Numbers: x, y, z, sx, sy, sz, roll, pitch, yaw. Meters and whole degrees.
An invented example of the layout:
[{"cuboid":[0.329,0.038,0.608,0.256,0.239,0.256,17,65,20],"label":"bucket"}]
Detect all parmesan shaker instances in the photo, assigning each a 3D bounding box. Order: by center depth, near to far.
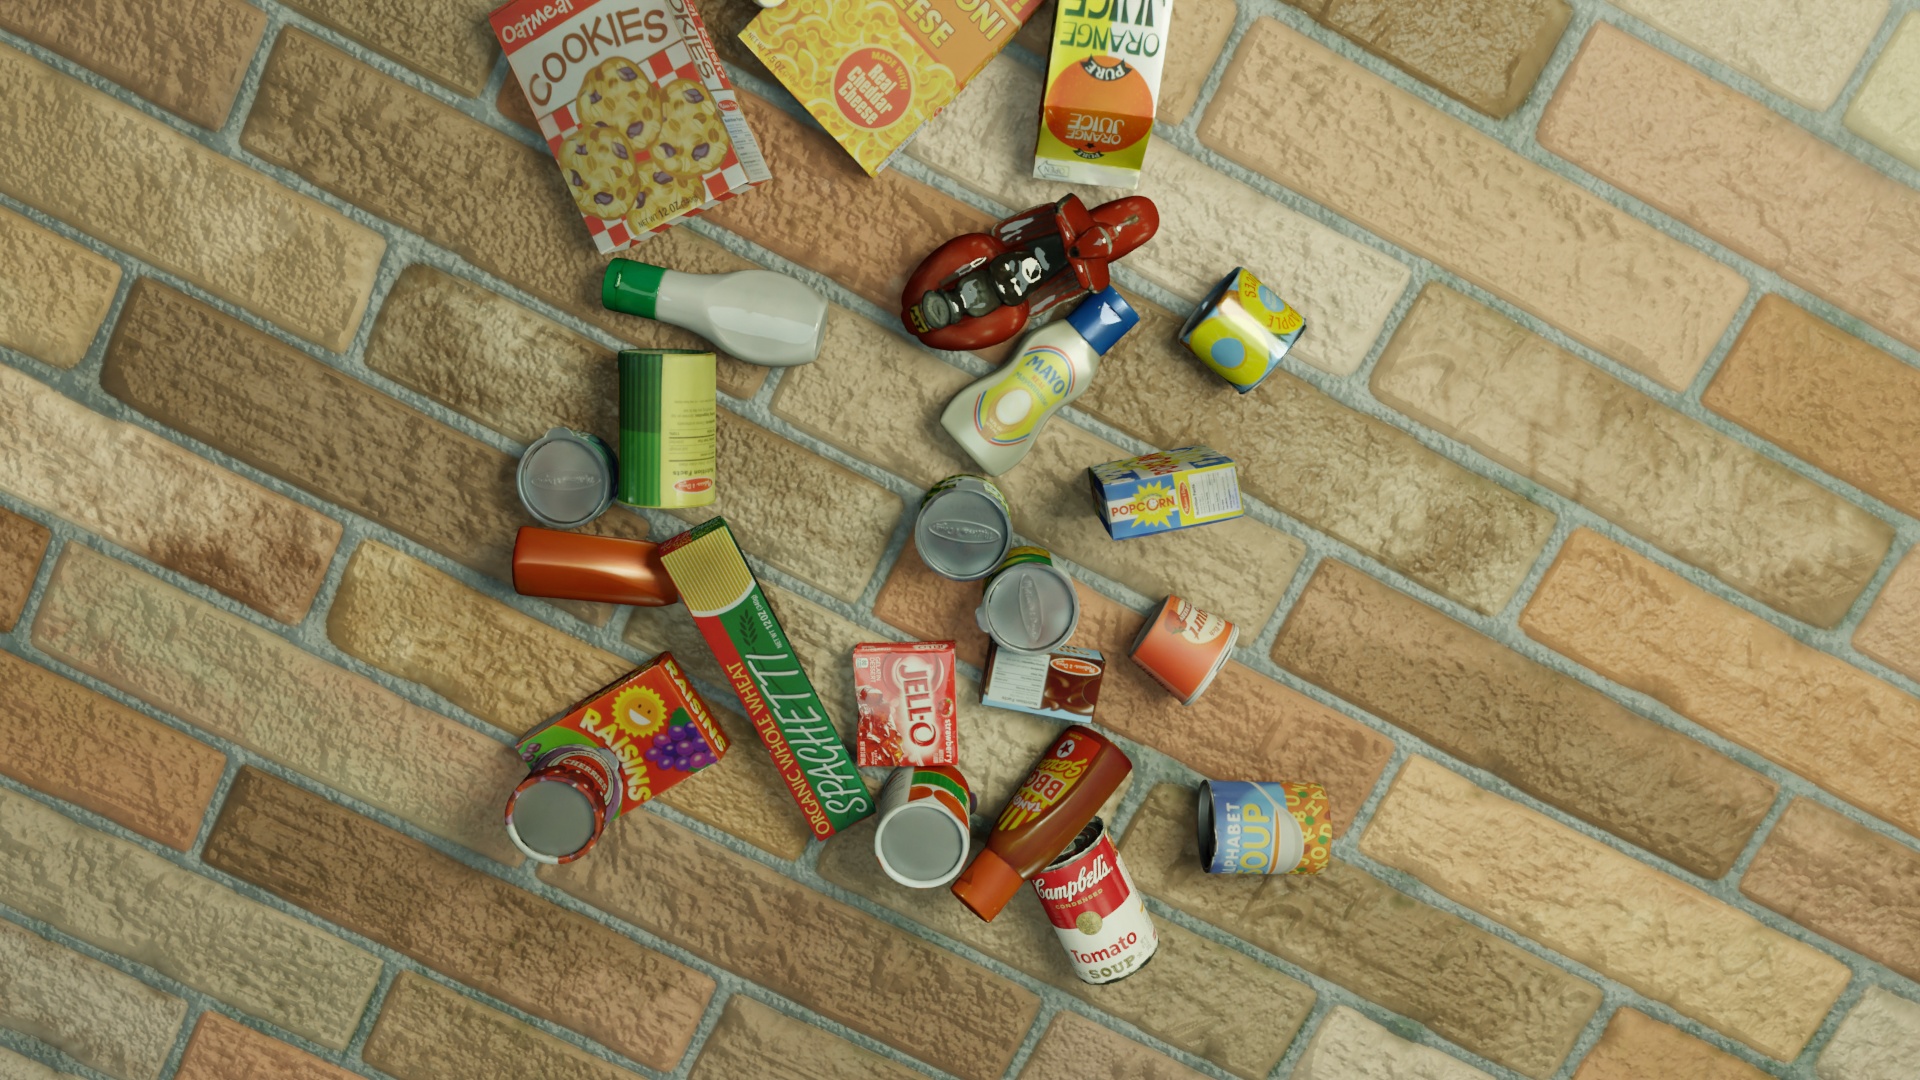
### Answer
[{"cuboid":[-0.198,-0.078,0.948,0.071,0.071,0.103,2,100,0],"label":"parmesan shaker"}]

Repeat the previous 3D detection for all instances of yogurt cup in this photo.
[{"cuboid":[0.154,0.074,0.975,0.054,0.072,0.072,33,100,2],"label":"yogurt cup"}]

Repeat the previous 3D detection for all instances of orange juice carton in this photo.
[{"cuboid":[0.094,-0.326,0.893,0.072,0.073,0.192,8,101,-1],"label":"orange juice carton"}]

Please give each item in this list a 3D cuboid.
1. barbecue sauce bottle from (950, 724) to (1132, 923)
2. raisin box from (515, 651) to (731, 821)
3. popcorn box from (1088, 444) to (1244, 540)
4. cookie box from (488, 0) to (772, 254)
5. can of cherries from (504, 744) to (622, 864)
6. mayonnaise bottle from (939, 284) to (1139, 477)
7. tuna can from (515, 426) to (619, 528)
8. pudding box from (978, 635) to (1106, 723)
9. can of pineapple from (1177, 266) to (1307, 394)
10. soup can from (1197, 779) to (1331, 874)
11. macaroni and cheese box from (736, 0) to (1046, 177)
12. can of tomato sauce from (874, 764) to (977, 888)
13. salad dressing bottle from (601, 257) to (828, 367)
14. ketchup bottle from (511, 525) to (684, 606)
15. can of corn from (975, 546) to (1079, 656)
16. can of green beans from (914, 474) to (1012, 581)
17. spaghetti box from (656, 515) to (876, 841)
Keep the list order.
[{"cuboid":[0.054,0.199,0.972,0.149,0.065,0.043,-48,114,-16],"label":"barbecue sauce bottle"},{"cuboid":[-0.242,0.148,1.003,0.123,0.040,0.086,-30,98,7],"label":"raisin box"},{"cuboid":[0.133,-0.033,0.922,0.085,0.127,0.038,-11,98,3],"label":"popcorn box"},{"cuboid":[-0.214,-0.288,0.901,0.123,0.040,0.167,-19,101,23],"label":"cookie box"},{"cuboid":[-0.272,0.180,0.959,0.071,0.058,0.071,0,102,1],"label":"can of cherries"},{"cuboid":[0.057,-0.113,0.950,0.148,0.041,0.064,-43,96,8],"label":"mayonnaise bottle"},{"cuboid":[-0.273,-0.046,0.969,0.071,0.033,0.071,0,101,0],"label":"tuna can"},{"cuboid":[0.058,0.099,0.996,0.084,0.030,0.049,10,100,-2],"label":"pudding box"},{"cuboid":[0.189,-0.142,0.930,0.058,0.071,0.071,38,99,-6],"label":"can of pineapple"},{"cuboid":[0.217,0.207,0.995,0.084,0.071,0.071,1,101,0],"label":"soup can"},{"cuboid":[-0.042,-0.341,0.907,0.166,0.040,0.123,-44,98,8],"label":"macaroni and cheese box"},{"cuboid":[-0.024,0.201,0.989,0.071,0.083,0.071,0,101,1],"label":"can of tomato sauce"},{"cuboid":[-0.166,-0.159,0.941,0.148,0.044,0.064,13,87,-1],"label":"salad dressing bottle"},{"cuboid":[-0.233,0.022,0.970,0.149,0.064,0.044,7,66,-9],"label":"ketchup bottle"},{"cuboid":[0.046,0.042,0.971,0.071,0.058,0.071,0,101,0],"label":"can of corn"},{"cuboid":[0.003,-0.010,0.961,0.071,0.058,0.071,0,101,1],"label":"can of green beans"},{"cuboid":[-0.132,0.101,0.973,0.050,0.029,0.249,-27,110,-6],"label":"spaghetti box"}]
